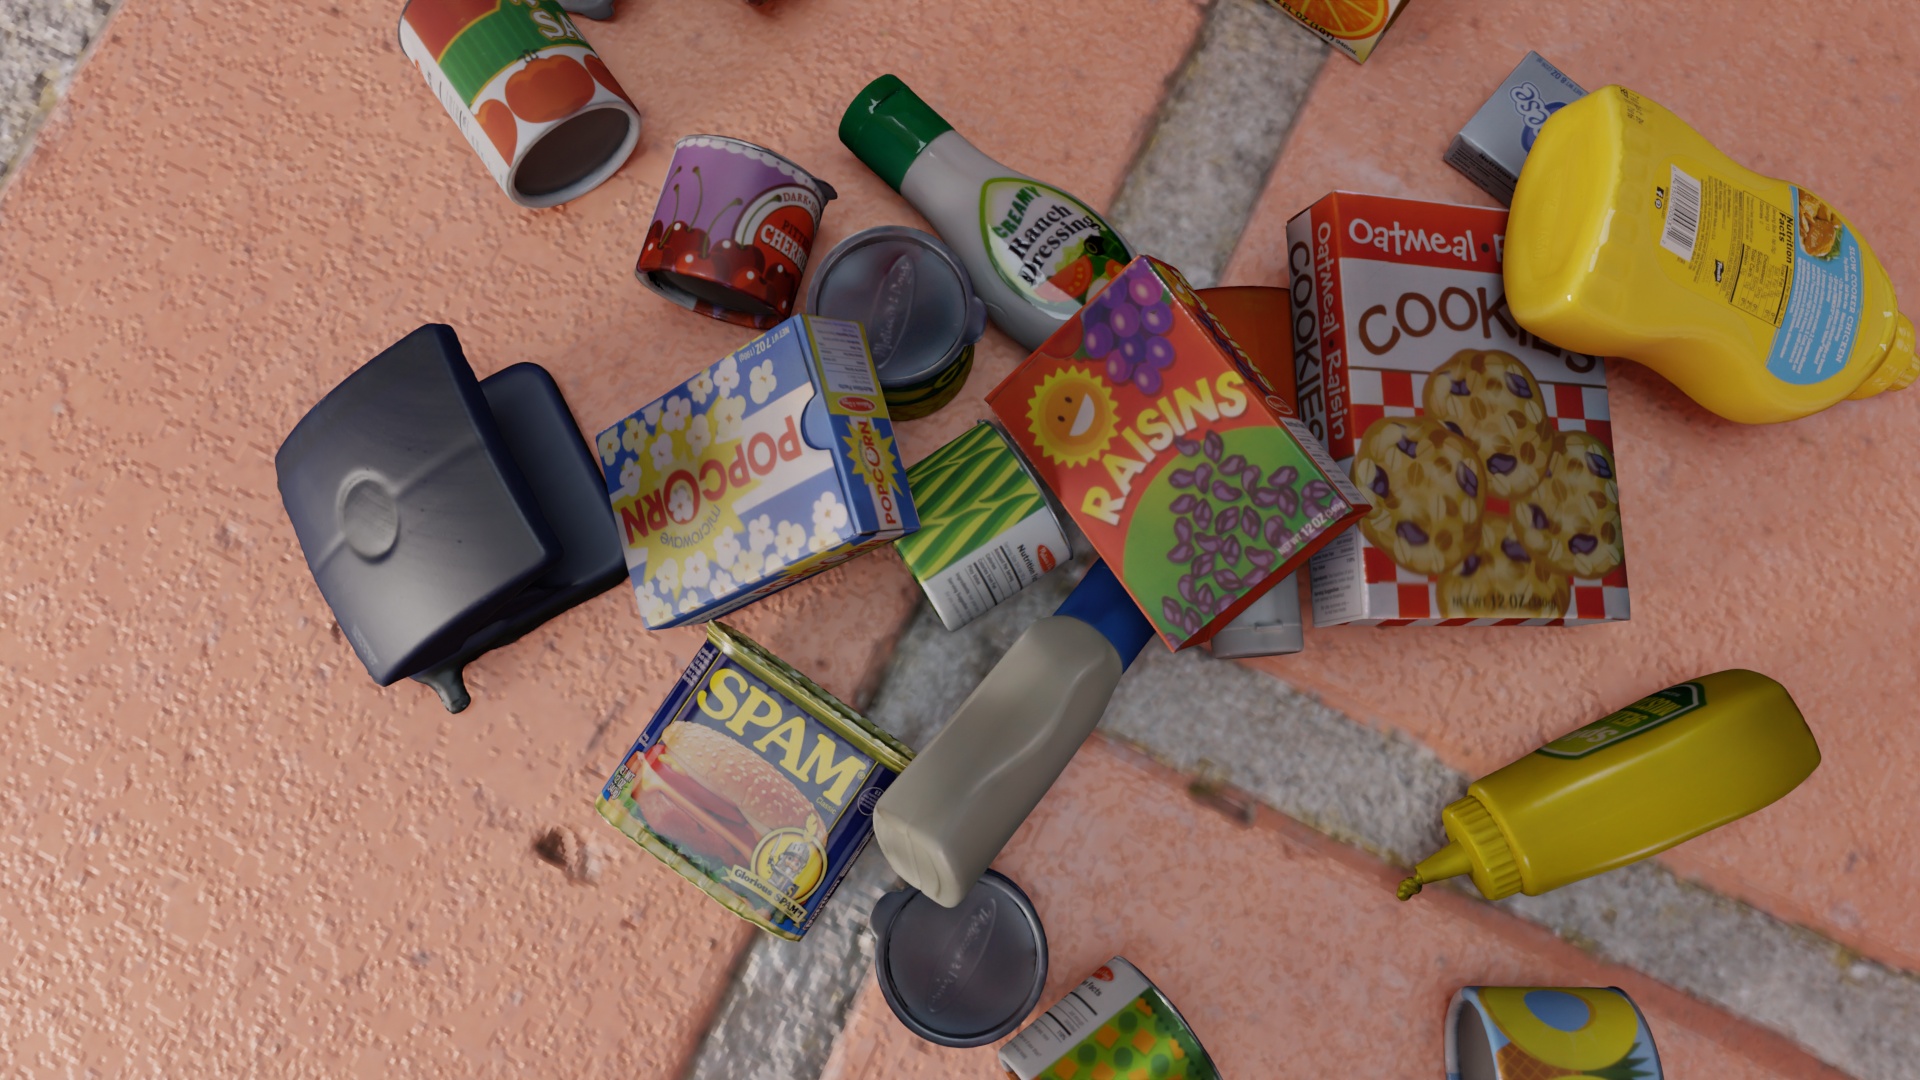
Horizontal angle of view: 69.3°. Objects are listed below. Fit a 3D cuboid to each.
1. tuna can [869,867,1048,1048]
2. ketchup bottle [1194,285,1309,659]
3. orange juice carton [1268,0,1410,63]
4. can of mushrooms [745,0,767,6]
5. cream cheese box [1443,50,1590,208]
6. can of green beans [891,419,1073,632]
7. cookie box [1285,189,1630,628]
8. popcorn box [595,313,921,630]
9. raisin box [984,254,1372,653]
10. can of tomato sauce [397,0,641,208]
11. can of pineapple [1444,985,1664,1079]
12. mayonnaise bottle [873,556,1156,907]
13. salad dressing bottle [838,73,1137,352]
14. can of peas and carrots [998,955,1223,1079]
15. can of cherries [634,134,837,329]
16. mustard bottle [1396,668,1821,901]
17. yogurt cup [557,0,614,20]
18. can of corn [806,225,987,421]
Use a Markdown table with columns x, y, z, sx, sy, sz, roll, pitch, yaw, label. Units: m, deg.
| x | y | z | sx | sy | sz | roll | pitch | yaw | label |
| --- | --- | --- | --- | --- | --- | --- | --- | --- | --- |
| -0.002 | 0.159 | 0.541 | 0.071 | 0.033 | 0.071 | 0 | 81 | 1 | tuna can |
| 0.114 | -0.027 | 0.565 | 0.065 | 0.043 | 0.149 | -3 | 81 | -4 | ketchup bottle |
| 0.170 | -0.271 | 0.530 | 0.072 | 0.192 | 0.073 | 36 | 84 | 5 | orange juice carton |
| -0.094 | -0.265 | 0.596 | 0.033 | 0.071 | 0.071 | -40 | 82 | -5 | can of mushrooms |
| 0.265 | -0.155 | 0.595 | 0.104 | 0.024 | 0.053 | 41 | 85 | 7 | cream cheese box |
| 0.003 | -0.005 | 0.552 | 0.058 | 0.071 | 0.071 | -32 | 82 | -4 | can of green beans |
| 0.196 | -0.050 | 0.553 | 0.123 | 0.040 | 0.167 | 2 | 80 | -19 | cookie box |
| -0.082 | -0.023 | 0.537 | 0.126 | 0.038 | 0.085 | -23 | 78 | 36 | popcorn box |
| 0.079 | -0.033 | 0.520 | 0.086 | 0.040 | 0.123 | -43 | 72 | 24 | raisin box |
| -0.183 | -0.194 | 0.585 | 0.071 | 0.071 | 0.083 | -36 | 83 | -5 | can of tomato sauce |
| 0.218 | 0.200 | 0.513 | 0.058 | 0.071 | 0.071 | 0 | 81 | 2 | can of pineapple |
| 0.027 | 0.066 | 0.531 | 0.041 | 0.064 | 0.149 | 29 | 60 | 24 | mayonnaise bottle |
| 0.013 | -0.135 | 0.584 | 0.148 | 0.044 | 0.064 | 43 | 70 | 7 | salad dressing bottle |
| 0.057 | 0.200 | 0.511 | 0.059 | 0.070 | 0.071 | -34 | 82 | -15 | can of peas and carrots |
| -0.092 | -0.125 | 0.572 | 0.071 | 0.071 | 0.058 | 16 | 82 | 3 | can of cherries |
| 0.240 | 0.100 | 0.533 | 0.160 | 0.065 | 0.049 | -25 | 86 | 1 | mustard bottle |
| -0.171 | -0.272 | 0.601 | 0.072 | 0.072 | 0.054 | 16 | 74 | 3 | yogurt cup |
| -0.024 | -0.087 | 0.569 | 0.071 | 0.058 | 0.071 | 0 | 81 | 1 | can of corn |
